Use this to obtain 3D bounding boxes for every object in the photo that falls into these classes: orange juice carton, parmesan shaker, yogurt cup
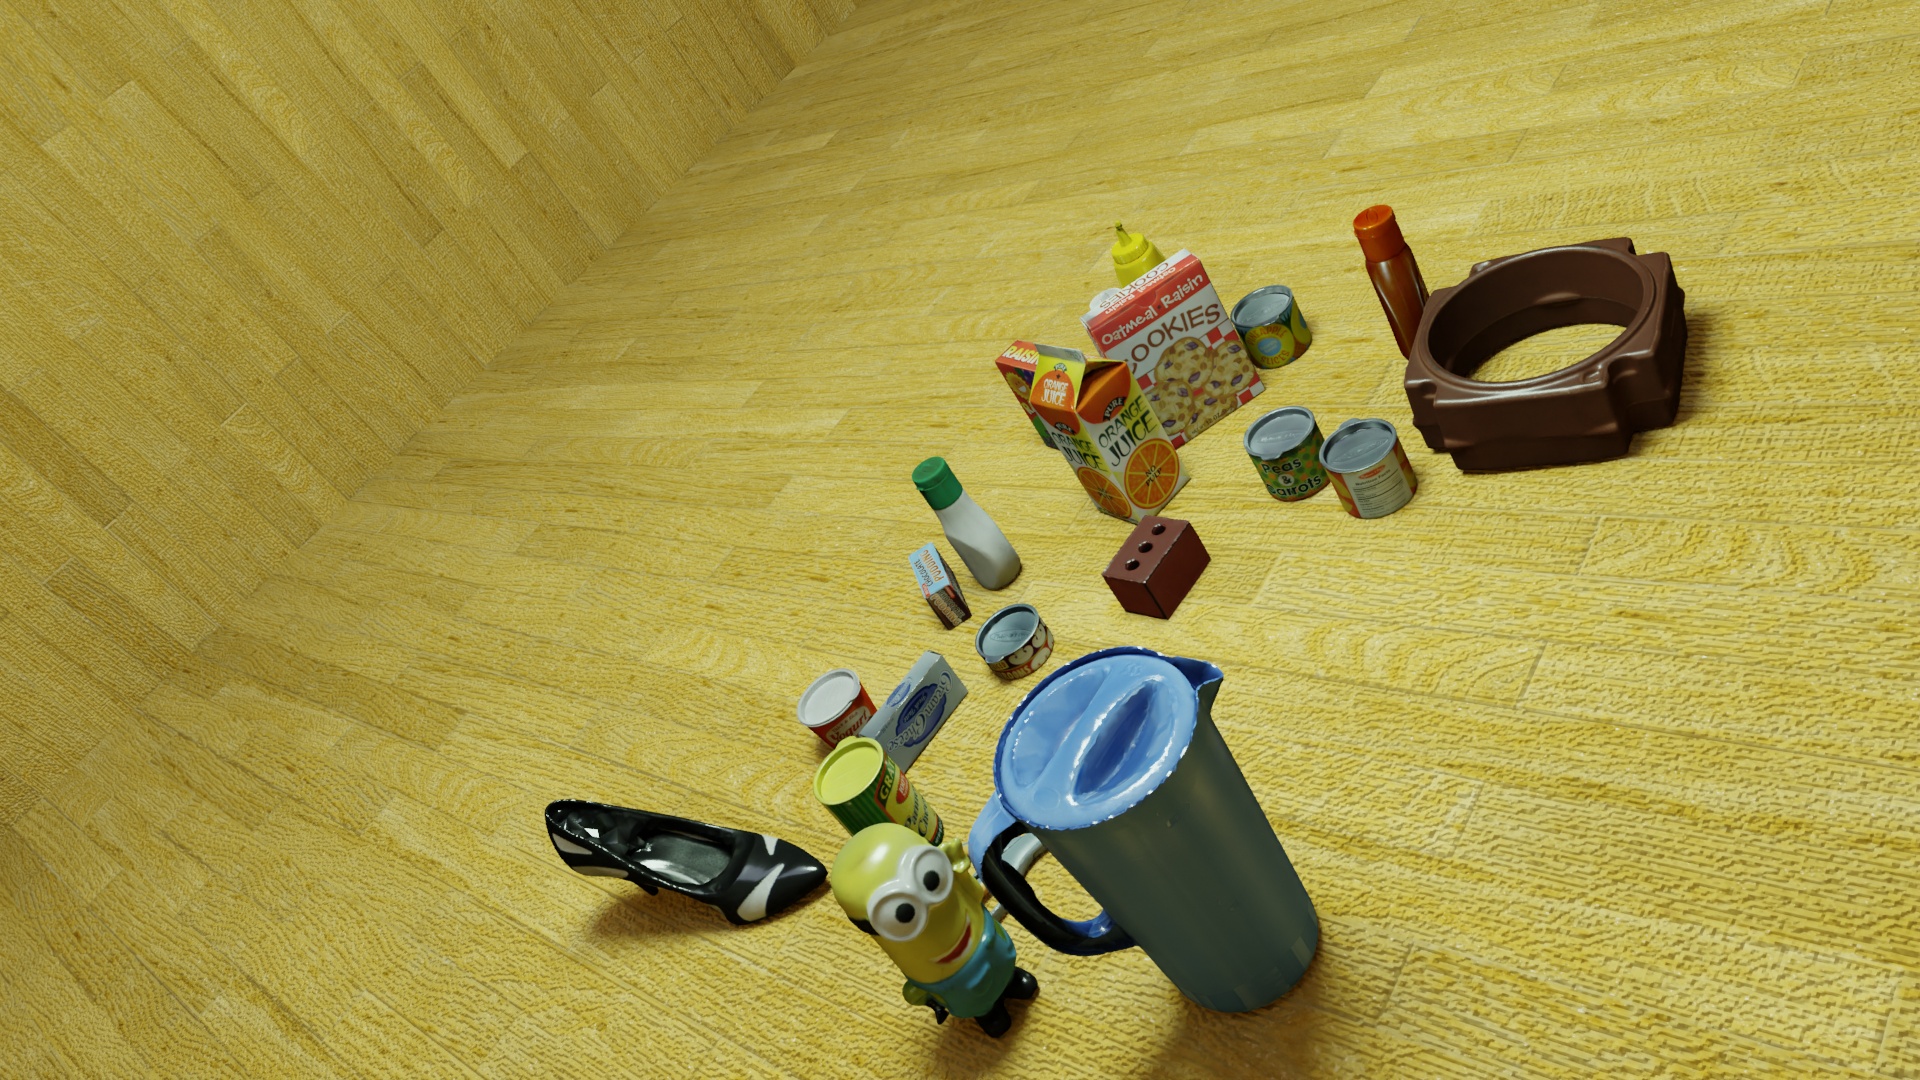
[{"bbox_3d":[0.133,-0.109,1.305,0.073,0.192,0.072,-45,33,-16],"label":"orange juice carton"},{"bbox_3d":[-0.066,0.218,1.144,0.071,0.102,0.072,-24,34,17],"label":"parmesan shaker"},{"bbox_3d":[-0.112,0.162,1.304,0.072,0.053,0.073,-24,34,17],"label":"yogurt cup"}]

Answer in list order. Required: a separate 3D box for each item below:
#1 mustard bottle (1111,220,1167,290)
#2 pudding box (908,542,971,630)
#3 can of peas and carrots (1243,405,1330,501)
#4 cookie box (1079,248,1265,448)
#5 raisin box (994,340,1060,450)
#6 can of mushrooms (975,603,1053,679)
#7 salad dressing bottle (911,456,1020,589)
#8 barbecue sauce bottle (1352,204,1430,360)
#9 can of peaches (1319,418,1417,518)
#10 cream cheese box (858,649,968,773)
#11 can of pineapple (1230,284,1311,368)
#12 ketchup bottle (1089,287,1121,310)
[{"bbox_3d":[0.201,-0.281,1.497,0.049,0.159,0.065,-4,44,40],"label":"mustard bottle"},{"bbox_3d":[-0.021,0.044,1.378,0.030,0.049,0.084,-32,32,5],"label":"pudding box"},{"bbox_3d":[0.294,-0.076,1.240,0.071,0.058,0.071,-24,34,17],"label":"can of peas and carrots"},{"bbox_3d":[0.208,-0.181,1.353,0.123,0.167,0.040,-34,32,2],"label":"cookie box"},{"bbox_3d":[0.099,-0.147,1.450,0.040,0.123,0.086,-45,33,-14],"label":"raisin box"},{"bbox_3d":[0.048,0.094,1.266,0.071,0.033,0.071,-24,34,17],"label":"can of mushrooms"},{"bbox_3d":[0.005,-0.017,1.343,0.044,0.147,0.064,-48,34,-19],"label":"salad dressing bottle"},{"bbox_3d":[0.400,-0.236,1.268,0.043,0.148,0.065,-21,35,21],"label":"barbecue sauce bottle"},{"bbox_3d":[0.345,-0.062,1.176,0.071,0.058,0.071,-24,34,17],"label":"can of peaches"},{"bbox_3d":[-0.041,0.155,1.250,0.024,0.053,0.104,10,54,49],"label":"cream cheese box"},{"bbox_3d":[0.314,-0.214,1.403,0.071,0.057,0.071,-24,34,17],"label":"can of pineapple"},{"bbox_3d":[0.178,-0.186,1.405,0.043,0.148,0.065,-29,33,9],"label":"ketchup bottle"}]
